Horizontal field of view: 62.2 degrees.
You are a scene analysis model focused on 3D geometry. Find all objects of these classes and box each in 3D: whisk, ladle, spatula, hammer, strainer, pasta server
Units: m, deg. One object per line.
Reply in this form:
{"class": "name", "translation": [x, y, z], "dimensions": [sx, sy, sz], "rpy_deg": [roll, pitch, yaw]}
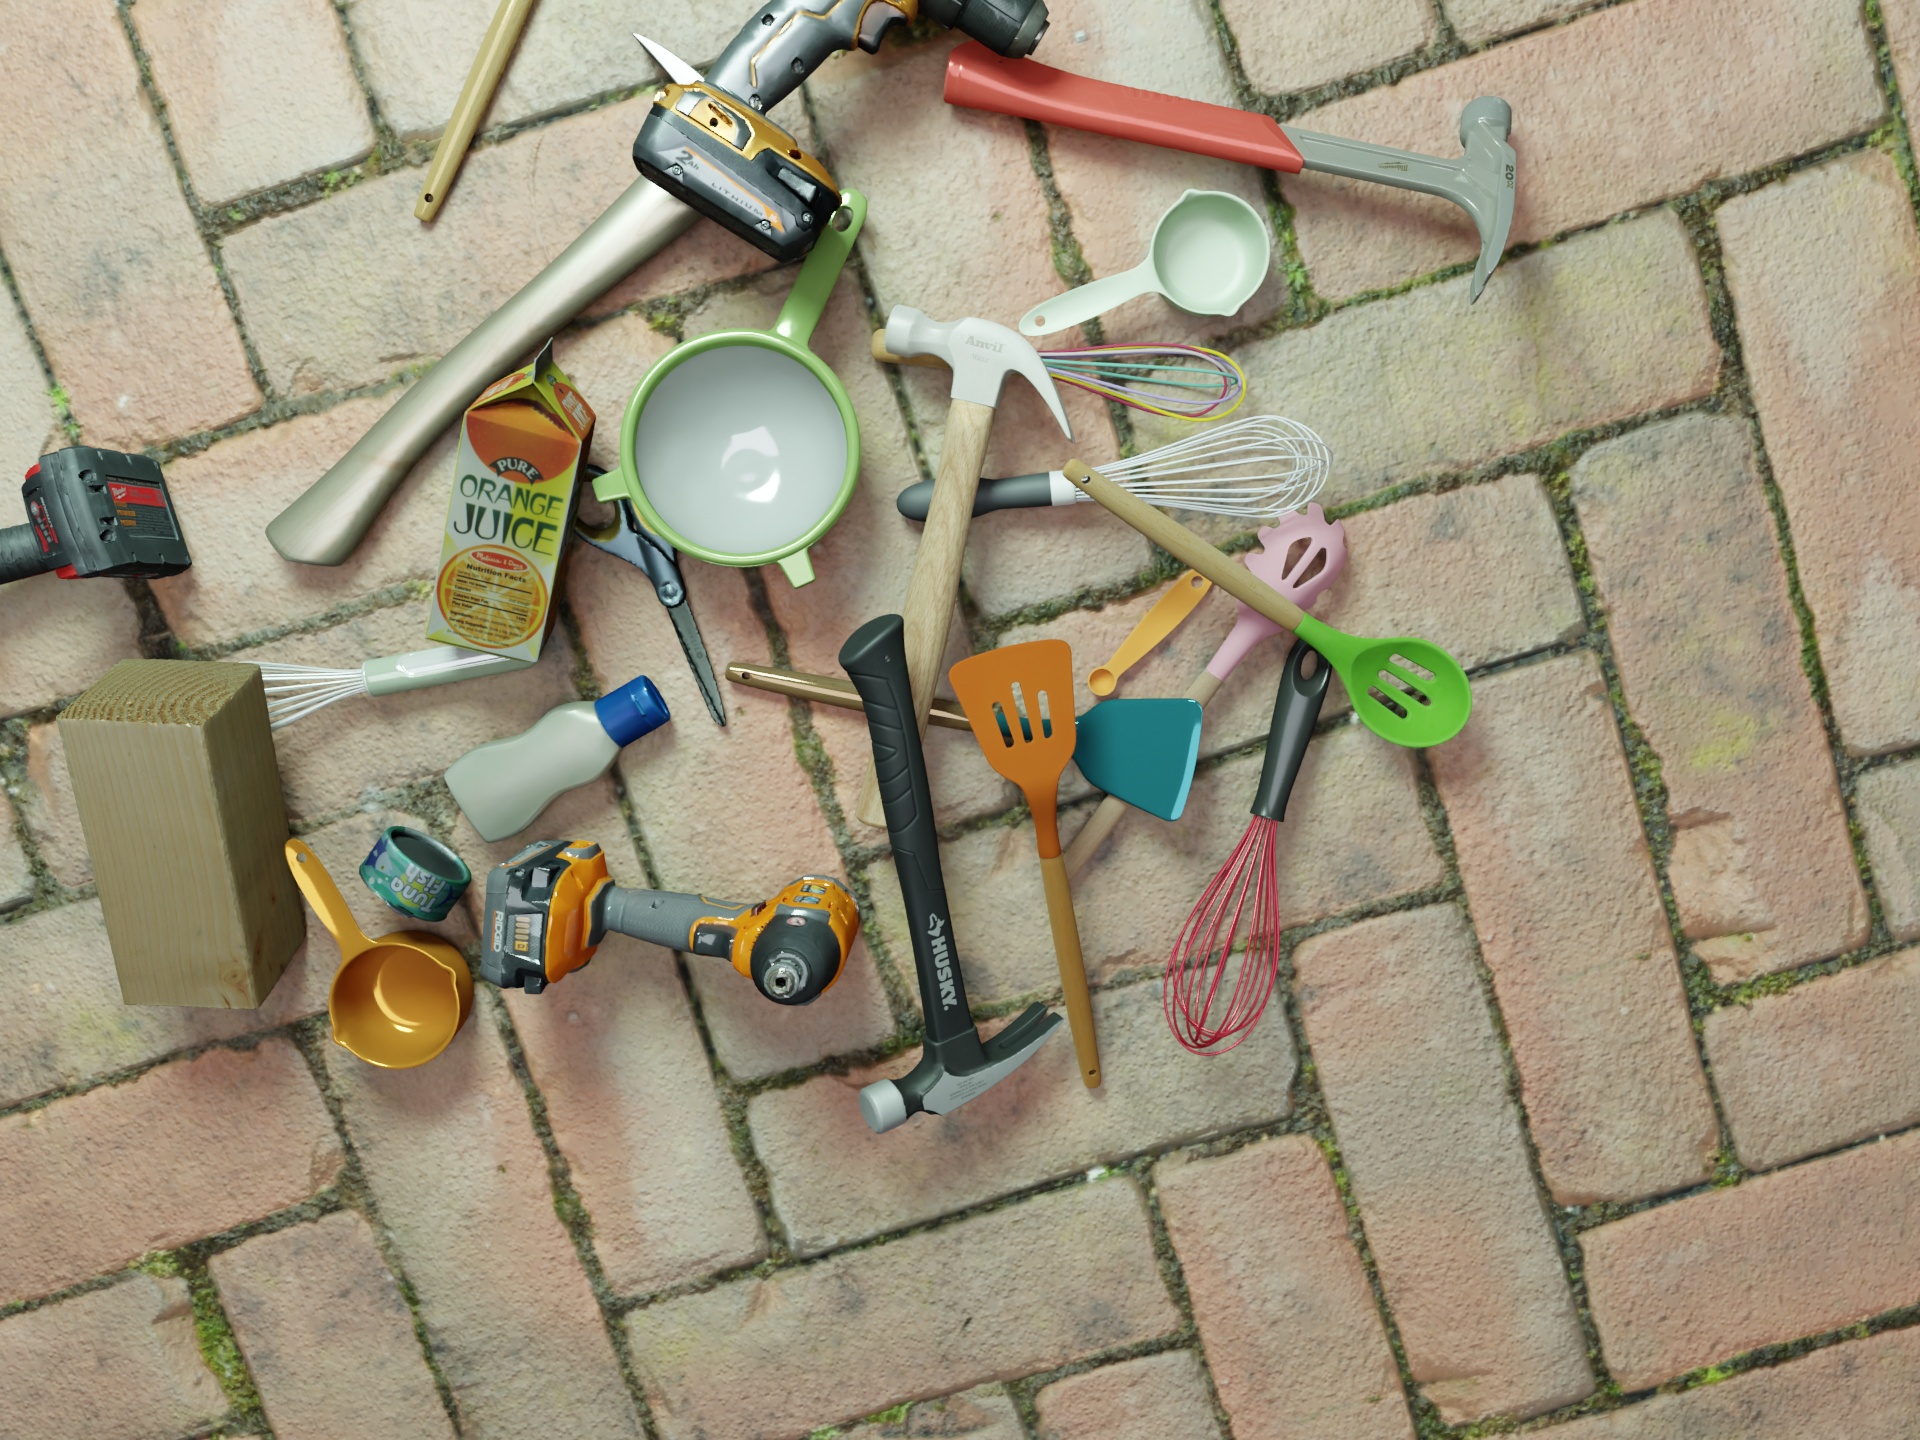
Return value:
{"class": "whisk", "translation": [0.200, 0.083, 1.069], "dimensions": [0.073, 0.073, 0.296], "rpy_deg": [16, 91, -2]}
{"class": "ladle", "translation": [-0.276, -0.461, 1.006], "dimensions": [0.069, 0.031, 0.315], "rpy_deg": [26, 99, -11]}
{"class": "whisk", "translation": [-0.400, -0.027, 1.055], "dimensions": [0.246, 0.059, 0.058], "rpy_deg": [-11, 62, -3]}
{"class": "spatula", "translation": [0.062, 0.105, 1.056], "dimensions": [0.081, 0.041, 0.322], "rpy_deg": [-14, 113, -7]}
{"class": "whisk", "translation": [0.099, -0.155, 1.038], "dimensions": [0.284, 0.070, 0.070], "rpy_deg": [-5, 98, 6]}
{"class": "spatula", "translation": [-0.002, -0.003, 1.061], "dimensions": [0.317, 0.044, 0.082], "rpy_deg": [11, 97, -1]}
{"class": "hammer", "translation": [-0.021, 0.095, 1.022], "dimensions": [0.146, 0.035, 0.334], "rpy_deg": [-18, 110, -25]}
{"class": "strainer", "translation": [-0.118, -0.218, 1.026], "dimensions": [0.151, 0.069, 0.256], "rpy_deg": [23, 85, -1]}
{"class": "hammer", "translation": [-0.014, -0.089, 1.022], "dimensions": [0.130, 0.031, 0.331], "rpy_deg": [14, 100, 8]}
{"class": "whisk", "translation": [0.064, -0.228, 1.032], "dimensions": [0.245, 0.051, 0.047], "rpy_deg": [7, 103, 2]}
{"class": "hammer", "translation": [0.165, -0.360, 0.993], "dimensions": [0.359, 0.036, 0.149], "rpy_deg": [13, 64, 2]}
{"class": "pasta server", "translation": [0.154, -0.010, 1.071], "dimensions": [0.060, 0.040, 0.316], "rpy_deg": [35, 100, -5]}
{"class": "hammer", "translation": [-0.299, -0.255, 1.029], "dimensions": [0.410, 0.038, 0.146], "rpy_deg": [-41, 95, 5]}

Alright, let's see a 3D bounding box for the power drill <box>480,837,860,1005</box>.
{"class": "power drill", "translation": [-0.183, 0.135, 1.019], "dimensions": [0.226, 0.164, 0.084], "rpy_deg": [6, 97, 1]}

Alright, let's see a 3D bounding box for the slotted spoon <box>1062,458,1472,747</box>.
{"class": "slotted spoon", "translation": [0.197, -0.079, 1.020], "dimensions": [0.313, 0.031, 0.070], "rpy_deg": [31, 102, -12]}

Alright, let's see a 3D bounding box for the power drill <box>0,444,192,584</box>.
{"class": "power drill", "translation": [-0.619, -0.102, 0.996], "dimensions": [0.219, 0.143, 0.078], "rpy_deg": [-16, 95, 0]}

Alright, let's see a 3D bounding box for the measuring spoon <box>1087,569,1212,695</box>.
{"class": "measuring spoon", "translation": [0.129, -0.062, 1.072], "dimensions": [0.021, 0.011, 0.117], "rpy_deg": [44, 92, -5]}

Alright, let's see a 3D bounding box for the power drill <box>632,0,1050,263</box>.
{"class": "power drill", "translation": [-0.070, -0.389, 0.951], "dimensions": [0.185, 0.084, 0.226], "rpy_deg": [30, 93, -10]}

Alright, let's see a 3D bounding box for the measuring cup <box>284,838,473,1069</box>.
{"class": "measuring cup", "translation": [-0.398, 0.150, 1.076], "dimensions": [0.095, 0.052, 0.173], "rpy_deg": [-30, 95, 4]}

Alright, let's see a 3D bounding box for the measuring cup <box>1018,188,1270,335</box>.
{"class": "measuring cup", "translation": [0.116, -0.282, 1.027], "dimensions": [0.167, 0.038, 0.083], "rpy_deg": [-21, 97, 4]}
